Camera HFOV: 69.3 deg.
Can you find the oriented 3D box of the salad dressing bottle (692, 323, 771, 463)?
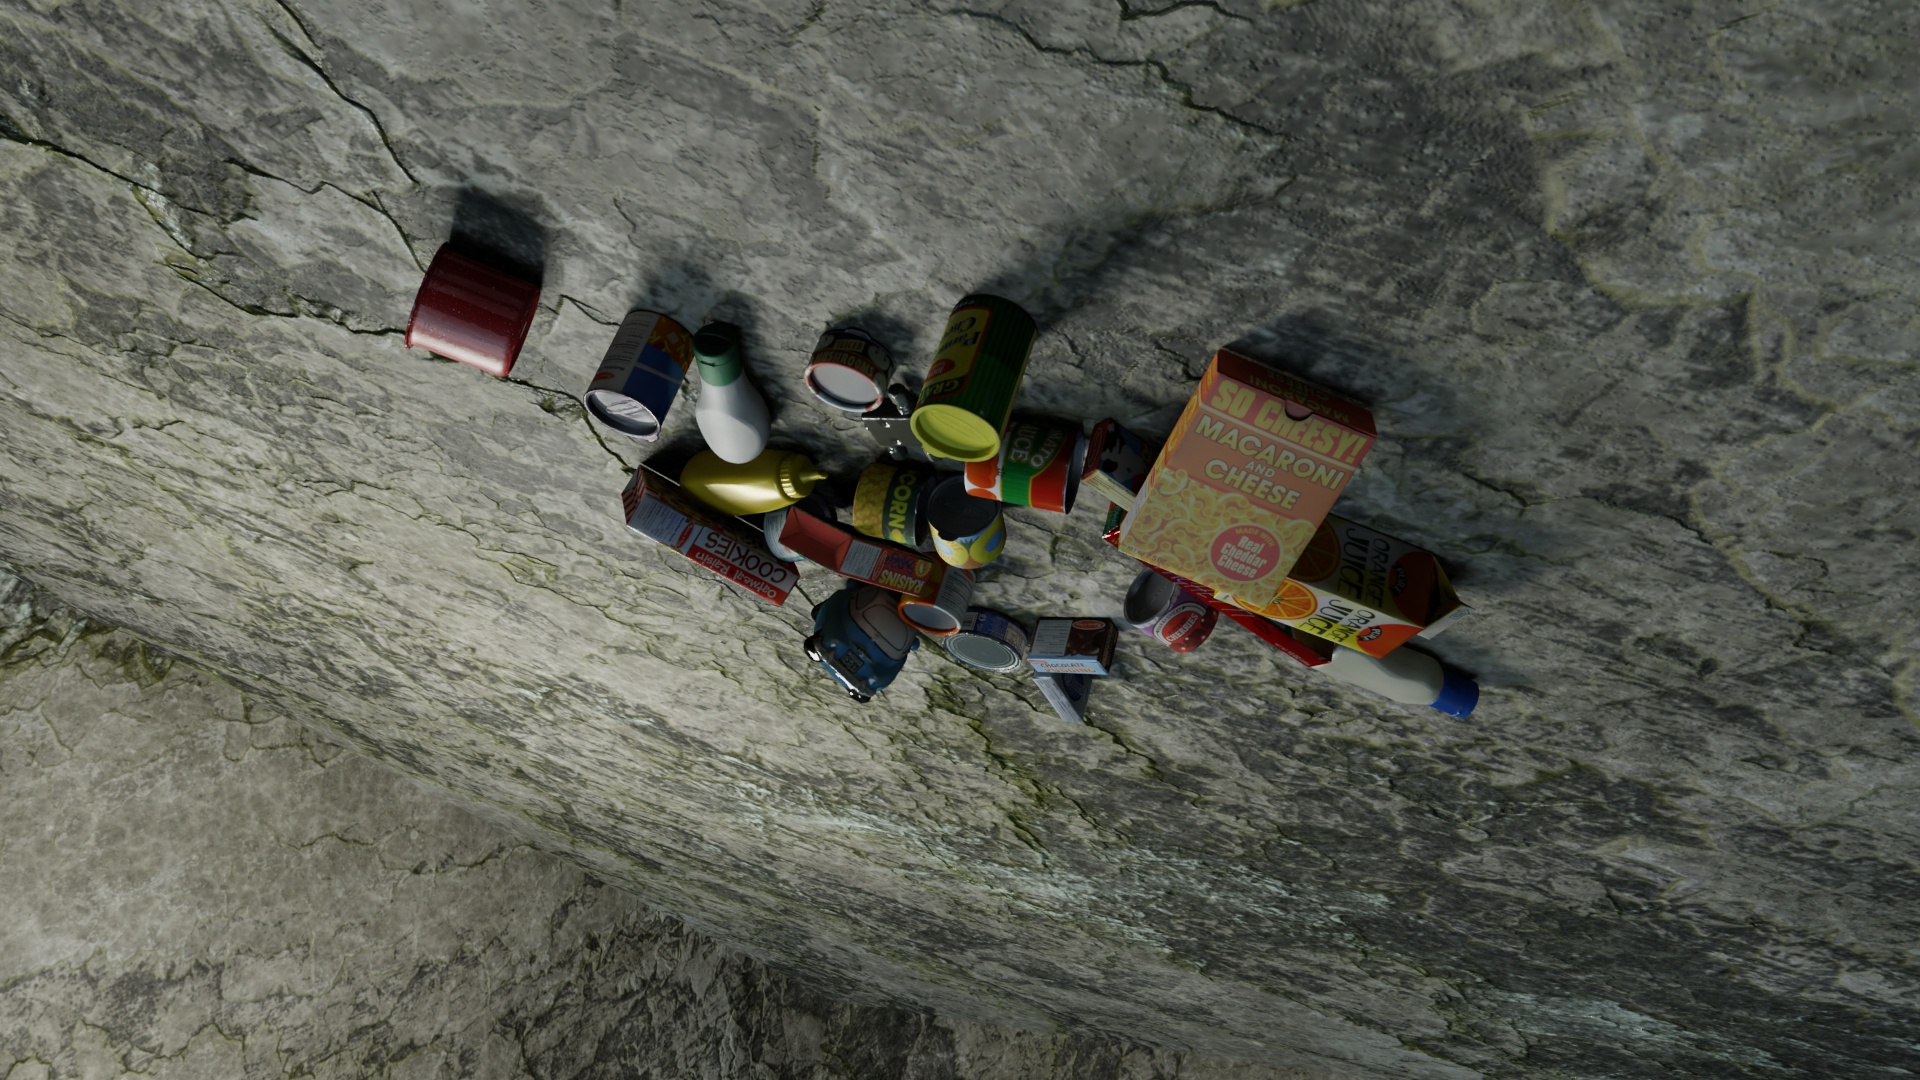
[{"bbox_3d":[-0.196,-0.123,1.173,0.064,0.044,0.147,15,151,9],"label":"salad dressing bottle"}]

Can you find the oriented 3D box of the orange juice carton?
[{"bbox_3d":[0.313,0.036,1.127,0.193,0.073,0.071,20,151,-5],"label":"orange juice carton"}]

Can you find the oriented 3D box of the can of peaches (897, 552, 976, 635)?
[{"bbox_3d":[-0.025,0.054,1.370,0.071,0.058,0.071,13,151,8],"label":"can of peaches"}]

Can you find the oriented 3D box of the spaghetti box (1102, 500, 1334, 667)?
[{"bbox_3d":[0.226,0.031,1.194,0.250,0.050,0.028,31,148,-22],"label":"spaghetti box"}]

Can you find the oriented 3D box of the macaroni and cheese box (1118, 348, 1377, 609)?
[{"bbox_3d":[0.206,-0.041,1.011,0.124,0.040,0.165,22,124,-5],"label":"macaroni and cheese box"}]

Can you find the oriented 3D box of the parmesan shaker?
[{"bbox_3d":[0.009,-0.116,1.001,0.071,0.103,0.071,14,151,8],"label":"parmesan shaker"}]

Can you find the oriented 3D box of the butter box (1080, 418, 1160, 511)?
[{"bbox_3d":[0.144,-0.047,1.099,0.103,0.053,0.024,31,146,-24],"label":"butter box"}]

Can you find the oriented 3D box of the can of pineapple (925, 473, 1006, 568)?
[{"bbox_3d":[0.004,-0.015,1.219,0.071,0.071,0.057,10,151,15],"label":"can of pineapple"}]

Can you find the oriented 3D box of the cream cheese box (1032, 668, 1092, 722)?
[{"bbox_3d":[0.107,0.146,1.462,0.024,0.053,0.103,-1,147,27],"label":"cream cheese box"}]

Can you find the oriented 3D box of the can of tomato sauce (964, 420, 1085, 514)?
[{"bbox_3d":[0.052,-0.062,1.112,0.083,0.071,0.071,11,151,13],"label":"can of tomato sauce"}]

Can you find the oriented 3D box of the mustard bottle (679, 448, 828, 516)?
[{"bbox_3d":[-0.182,-0.056,1.276,0.160,0.049,0.065,-2,146,32],"label":"mustard bottle"}]

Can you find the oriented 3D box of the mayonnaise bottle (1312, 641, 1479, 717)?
[{"bbox_3d":[0.397,0.119,1.262,0.148,0.041,0.064,21,153,-8],"label":"mayonnaise bottle"}]

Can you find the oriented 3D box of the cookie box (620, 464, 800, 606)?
[{"bbox_3d":[-0.243,-0.006,1.346,0.167,0.040,0.123,30,-175,-22],"label":"cookie box"}]

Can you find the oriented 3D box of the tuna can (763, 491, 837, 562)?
[{"bbox_3d":[-0.151,-0.014,1.320,0.033,0.071,0.071,-6,144,38],"label":"tuna can"}]

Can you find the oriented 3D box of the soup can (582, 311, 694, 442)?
[{"bbox_3d":[-0.261,-0.135,1.145,0.071,0.084,0.071,14,152,8],"label":"soup can"}]

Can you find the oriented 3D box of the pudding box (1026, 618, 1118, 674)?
[{"bbox_3d":[0.112,0.106,1.392,0.083,0.050,0.030,-2,147,32],"label":"pudding box"}]

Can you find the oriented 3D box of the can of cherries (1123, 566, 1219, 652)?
[{"bbox_3d":[0.190,0.061,1.246,0.058,0.072,0.071,33,148,-25],"label":"can of cherries"}]

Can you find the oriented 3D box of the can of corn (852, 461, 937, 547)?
[{"bbox_3d":[-0.058,-0.033,1.225,0.058,0.071,0.071,12,151,12],"label":"can of corn"}]

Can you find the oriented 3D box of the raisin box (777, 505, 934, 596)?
[{"bbox_3d":[-0.095,0.010,1.286,0.086,0.040,0.123,24,-177,39],"label":"raisin box"}]

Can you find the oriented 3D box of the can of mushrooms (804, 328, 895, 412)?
[{"bbox_3d":[-0.088,-0.134,1.099,0.071,0.033,0.070,15,152,8],"label":"can of mushrooms"}]
